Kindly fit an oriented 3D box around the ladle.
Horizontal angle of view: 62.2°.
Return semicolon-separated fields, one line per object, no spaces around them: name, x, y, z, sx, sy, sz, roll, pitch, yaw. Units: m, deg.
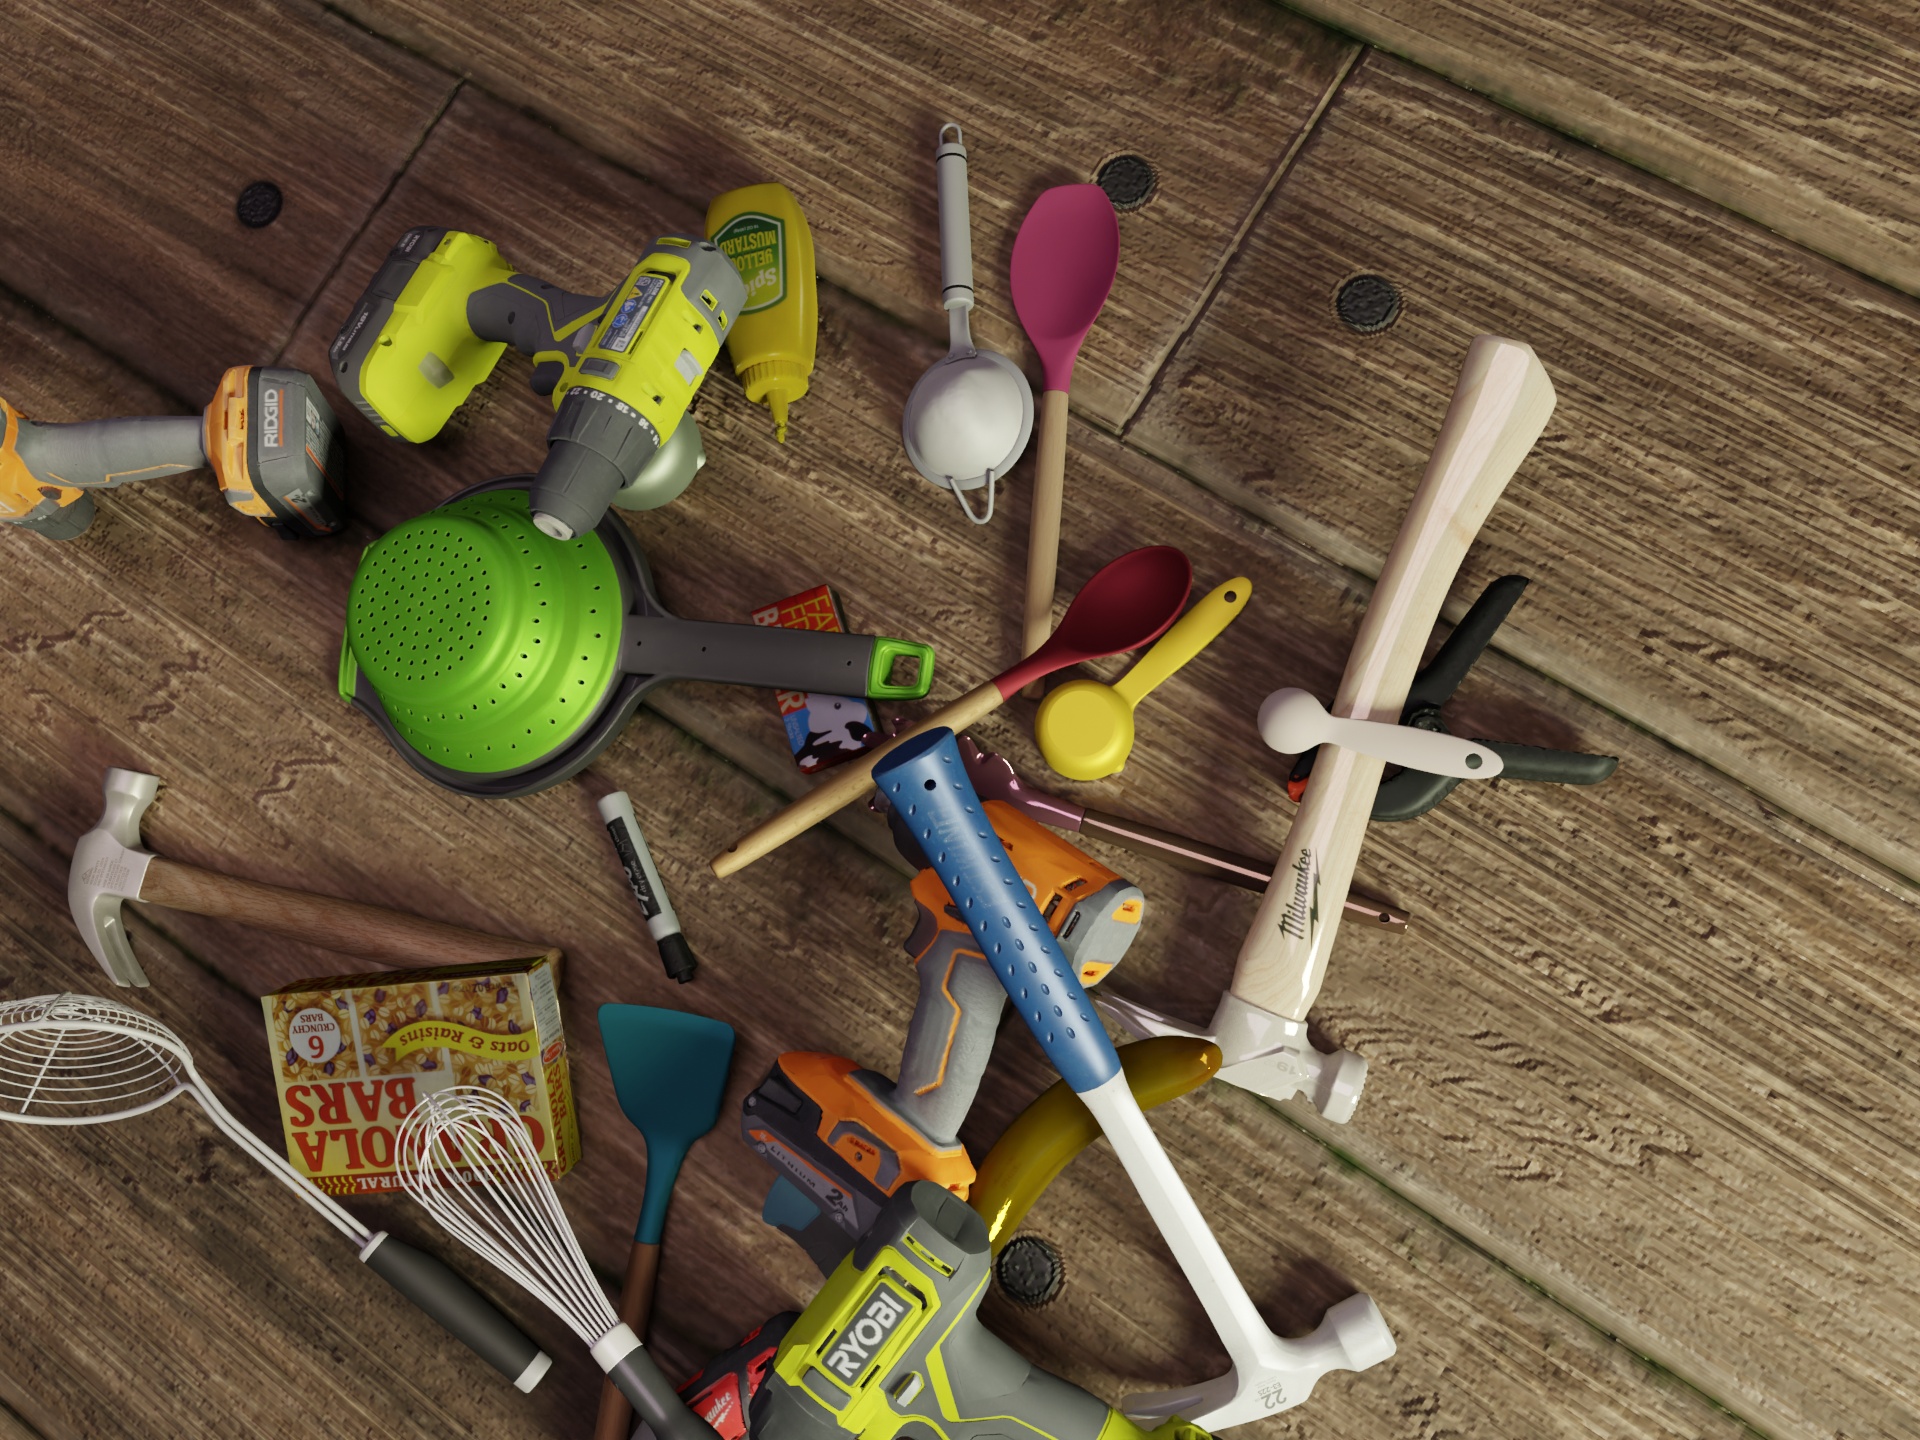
ladle;-0.001;-0.003;0.877;0.315;0.031;0.069;-33;41;-12

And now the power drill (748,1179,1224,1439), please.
power drill;0.013;0.355;0.772;0.223;0.080;0.171;37;101;6

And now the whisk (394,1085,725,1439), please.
whisk;-0.202;0.306;0.841;0.070;0.070;0.285;-44;75;1

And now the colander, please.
colander;-0.214;-0.051;0.918;0.397;0.094;0.204;6;83;17

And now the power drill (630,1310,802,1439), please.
power drill;-0.087;0.443;0.837;0.143;0.078;0.220;-36;72;2

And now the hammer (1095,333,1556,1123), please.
hammer;0.203;-0.003;0.836;0.146;0.038;0.410;20;95;10

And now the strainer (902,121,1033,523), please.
strainer;-0.003;-0.247;0.961;0.087;0.050;0.258;-9;75;24

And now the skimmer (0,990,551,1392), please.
skimmer;-0.391;0.275;0.878;0.363;0.090;0.127;39;131;-1

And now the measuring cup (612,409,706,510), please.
measuring cup;-0.194;-0.216;0.989;0.083;0.038;0.167;9;84;12

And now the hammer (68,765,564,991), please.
hammer;-0.399;0.123;0.974;0.331;0.031;0.130;12;82;12

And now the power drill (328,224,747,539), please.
power drill;-0.258;-0.207;0.943;0.229;0.080;0.191;16;70;27

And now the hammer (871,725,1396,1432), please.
hammer;0.067;0.187;0.778;0.144;0.035;0.405;-28;105;4

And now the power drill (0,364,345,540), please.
power drill;-0.507;-0.156;0.993;0.226;0.185;0.084;-3;79;-9

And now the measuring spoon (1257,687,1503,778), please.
measuring spoon;0.212;0.010;0.806;0.124;0.018;0.034;13;93;11

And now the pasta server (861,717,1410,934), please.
pasta server;0.093;0.065;0.887;0.316;0.040;0.060;17;96;12

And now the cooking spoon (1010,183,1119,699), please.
cooking spoon;0.054;-0.169;0.945;0.069;0.017;0.319;2;80;21

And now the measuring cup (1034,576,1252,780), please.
measuring cup;0.106;-0.029;0.903;0.156;0.029;0.062;-43;75;3

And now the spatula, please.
spatula;-0.186;0.320;0.892;0.082;0.044;0.317;8;83;9

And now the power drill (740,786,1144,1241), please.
power drill;-0.023;0.146;0.853;0.164;0.084;0.226;32;95;29

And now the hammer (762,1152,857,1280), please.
hammer;0.004;0.373;0.851;0.128;0.033;0.331;-43;75;2
